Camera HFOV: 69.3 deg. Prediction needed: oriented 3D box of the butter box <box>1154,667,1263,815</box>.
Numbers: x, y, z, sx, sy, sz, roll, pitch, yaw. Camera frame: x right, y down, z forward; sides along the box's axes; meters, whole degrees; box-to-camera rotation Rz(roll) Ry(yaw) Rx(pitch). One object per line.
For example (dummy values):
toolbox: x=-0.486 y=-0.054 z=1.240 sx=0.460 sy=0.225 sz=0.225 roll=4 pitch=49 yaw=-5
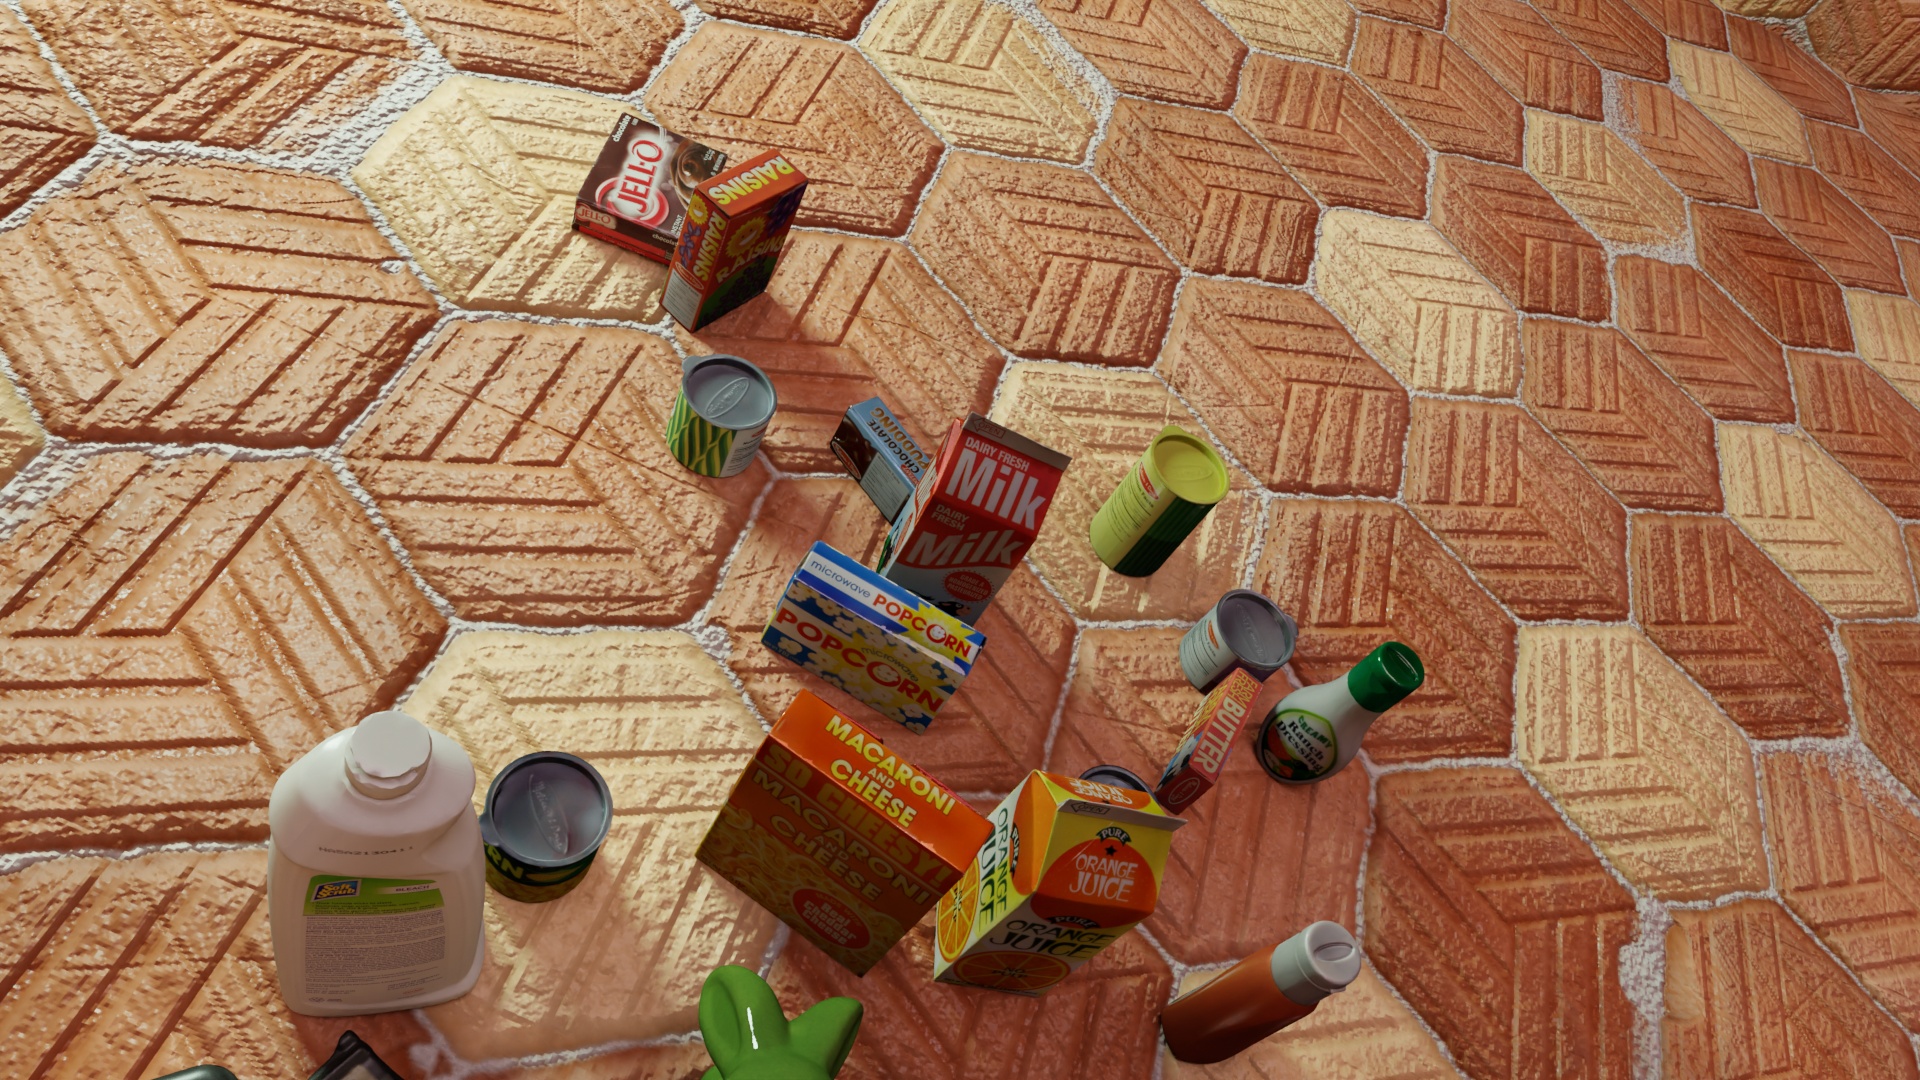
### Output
butter box: x=0.174 y=0.139 z=0.973 sx=0.024 sy=0.052 sz=0.104 roll=37 pitch=49 yaw=2

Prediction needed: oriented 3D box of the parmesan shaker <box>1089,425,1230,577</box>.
parmesan shaker: x=0.148 y=-0.028 z=1.050 sx=0.071 sy=0.102 sz=0.071 roll=13 pitch=52 yaw=-17

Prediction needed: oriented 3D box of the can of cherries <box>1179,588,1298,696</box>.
can of cherries: x=0.207 y=0.079 z=1.030 sx=0.071 sy=0.058 sz=0.072 roll=13 pitch=52 yaw=-17

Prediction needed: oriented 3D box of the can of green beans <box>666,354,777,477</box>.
can of green beans: x=-0.167 y=-0.086 z=0.968 sx=0.071 sy=0.057 sz=0.071 roll=13 pitch=52 yaw=-17

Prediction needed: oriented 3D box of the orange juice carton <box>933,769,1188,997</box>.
orange juice carton: x=0.052 y=0.190 z=0.784 sx=0.072 sy=0.191 sz=0.073 roll=15 pitch=52 yaw=-16

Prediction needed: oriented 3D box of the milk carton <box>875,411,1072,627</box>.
milk carton: x=0.003 y=-0.011 z=0.909 sx=0.072 sy=0.189 sz=0.074 roll=23 pitch=50 yaw=-10

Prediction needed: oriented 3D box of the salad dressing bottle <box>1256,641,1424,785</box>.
salad dressing bottle: x=0.264 y=0.120 z=0.968 sx=0.044 sy=0.147 sz=0.064 roll=-29 pitch=73 yaw=-38

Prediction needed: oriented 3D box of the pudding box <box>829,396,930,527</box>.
pudding box: x=-0.055 y=-0.058 z=1.008 sx=0.030 sy=0.049 sz=0.084 roll=-27 pitch=71 yaw=-38

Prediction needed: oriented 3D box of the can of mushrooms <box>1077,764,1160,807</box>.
can of mushrooms: x=0.094 y=0.184 z=0.914 sx=0.071 sy=0.033 sz=0.071 roll=13 pitch=52 yaw=-17

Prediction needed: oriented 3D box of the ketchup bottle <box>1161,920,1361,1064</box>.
ketchup bottle: x=0.179 y=0.267 z=0.818 sx=0.065 sy=0.148 sz=0.044 roll=-1 pitch=58 yaw=-27

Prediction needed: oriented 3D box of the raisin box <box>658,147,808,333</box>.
raisin box: x=-0.168 y=-0.220 z=1.022 sx=0.040 sy=0.122 sz=0.086 roll=43 pitch=49 yaw=8

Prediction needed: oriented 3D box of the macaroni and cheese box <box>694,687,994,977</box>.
macaroni and cheese box: x=-0.069 y=0.164 z=0.761 sx=0.124 sy=0.165 sz=0.040 roll=36 pitch=49 yaw=1

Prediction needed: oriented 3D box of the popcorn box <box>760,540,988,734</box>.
popcorn box: x=-0.058 y=0.063 z=0.894 sx=0.127 sy=0.084 sz=0.038 roll=30 pitch=49 yaw=-3

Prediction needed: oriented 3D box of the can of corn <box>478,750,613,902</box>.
can of corn: x=-0.231 y=0.158 z=0.758 sx=0.071 sy=0.058 sz=0.071 roll=13 pitch=52 yaw=-17
